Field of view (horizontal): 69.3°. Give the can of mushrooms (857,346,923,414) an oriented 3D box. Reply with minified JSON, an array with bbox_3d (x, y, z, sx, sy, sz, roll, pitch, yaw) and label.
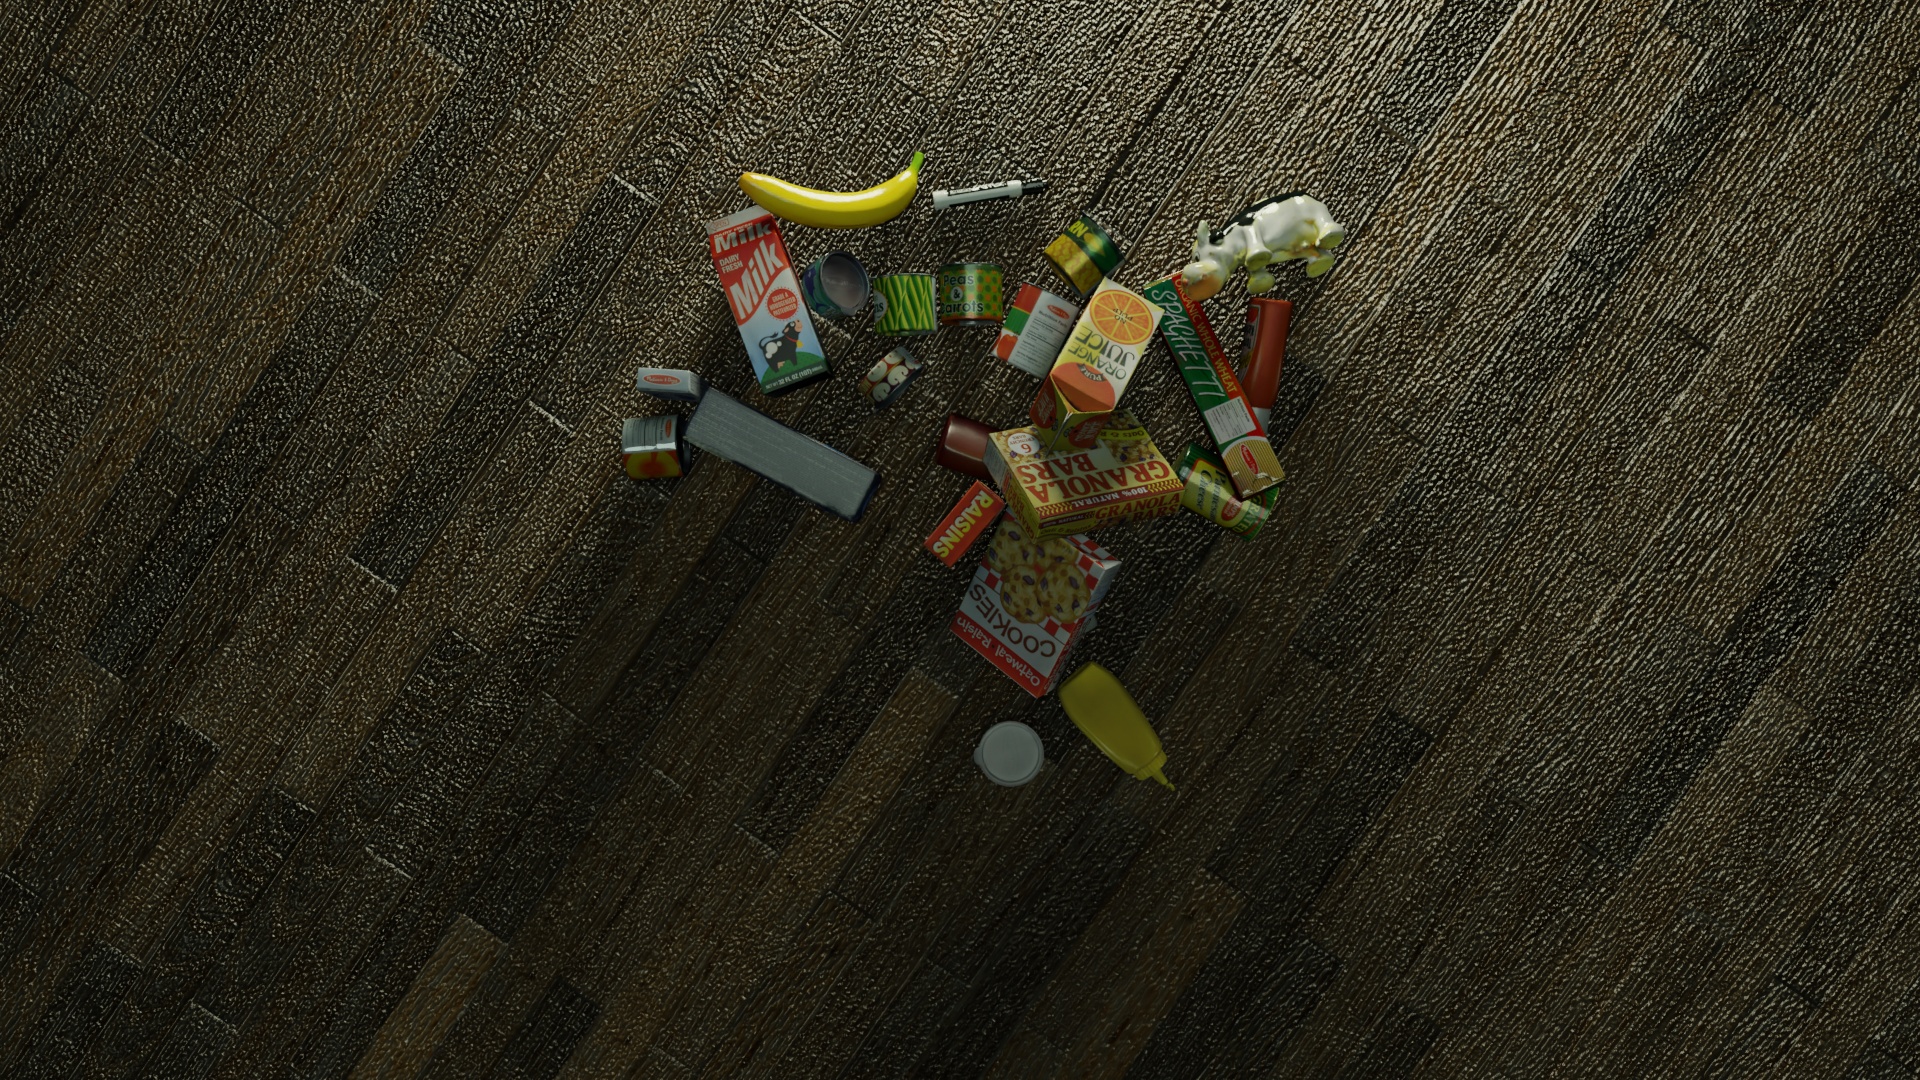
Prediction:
[{"bbox_3d":[-0.074,-0.166,1.439,0.071,0.071,0.033,-44,91,3],"label":"can of mushrooms"}]

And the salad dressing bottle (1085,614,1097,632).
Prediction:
[{"bbox_3d":[0.105,0.023,1.435,0.044,0.064,0.147,-14,104,-2],"label":"salad dressing bottle"}]

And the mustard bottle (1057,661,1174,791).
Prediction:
[{"bbox_3d":[0.170,0.202,1.456,0.065,0.049,0.160,-39,92,3],"label":"mustard bottle"}]

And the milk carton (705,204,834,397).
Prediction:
[{"bbox_3d":[-0.199,-0.249,1.435,0.072,0.073,0.190,-20,91,2],"label":"milk carton"}]

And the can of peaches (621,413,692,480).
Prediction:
[{"bbox_3d":[-0.316,-0.096,1.448,0.058,0.071,0.071,-5,92,1],"label":"can of peaches"}]

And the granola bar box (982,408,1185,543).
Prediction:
[{"bbox_3d":[0.123,-0.067,1.389,0.166,0.038,0.124,-12,51,-22],"label":"granola bar box"}]

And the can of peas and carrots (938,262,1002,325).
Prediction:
[{"bbox_3d":[0.010,-0.254,1.432,0.071,0.071,0.058,-1,93,1],"label":"can of peas and carrots"}]

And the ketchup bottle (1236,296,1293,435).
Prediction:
[{"bbox_3d":[0.309,-0.175,1.435,0.043,0.065,0.148,6,100,-4],"label":"ketchup bottle"}]

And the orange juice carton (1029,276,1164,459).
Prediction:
[{"bbox_3d":[0.129,-0.165,1.385,0.073,0.071,0.194,29,57,0],"label":"orange juice carton"}]

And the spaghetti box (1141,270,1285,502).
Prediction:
[{"bbox_3d":[0.256,-0.159,1.416,0.050,0.028,0.250,-23,74,2],"label":"spaghetti box"}]

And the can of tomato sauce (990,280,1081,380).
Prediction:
[{"bbox_3d":[0.077,-0.216,1.434,0.071,0.071,0.083,26,96,0],"label":"can of tomato sauce"}]

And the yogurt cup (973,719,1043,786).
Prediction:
[{"bbox_3d":[0.052,0.219,1.456,0.072,0.054,0.072,0,92,1],"label":"yogurt cup"}]

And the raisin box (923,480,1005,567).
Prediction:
[{"bbox_3d":[0.005,-0.018,1.414,0.040,0.123,0.086,41,92,0],"label":"raisin box"}]

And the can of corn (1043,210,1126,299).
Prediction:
[{"bbox_3d":[0.126,-0.293,1.430,0.058,0.071,0.071,-42,91,3],"label":"can of corn"}]

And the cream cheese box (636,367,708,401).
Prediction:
[{"bbox_3d":[-0.294,-0.159,1.425,0.053,0.104,0.024,4,91,0],"label":"cream cheese box"}]

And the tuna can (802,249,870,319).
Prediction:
[{"bbox_3d":[-0.128,-0.261,1.436,0.071,0.032,0.071,13,70,-39],"label":"tuna can"}]

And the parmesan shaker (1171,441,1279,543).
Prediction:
[{"bbox_3d":[0.266,-0.049,1.438,0.103,0.071,0.071,28,93,0],"label":"parmesan shaker"}]

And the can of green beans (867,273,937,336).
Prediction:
[{"bbox_3d":[-0.057,-0.243,1.436,0.071,0.071,0.057,-2,93,1],"label":"can of green beans"}]

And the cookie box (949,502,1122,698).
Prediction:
[{"bbox_3d":[0.074,0.057,1.407,0.123,0.040,0.166,37,119,23],"label":"cookie box"}]

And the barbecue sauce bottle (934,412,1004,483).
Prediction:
[{"bbox_3d":[0.050,-0.083,1.445,0.148,0.065,0.043,19,133,-7],"label":"barbecue sauce bottle"}]
